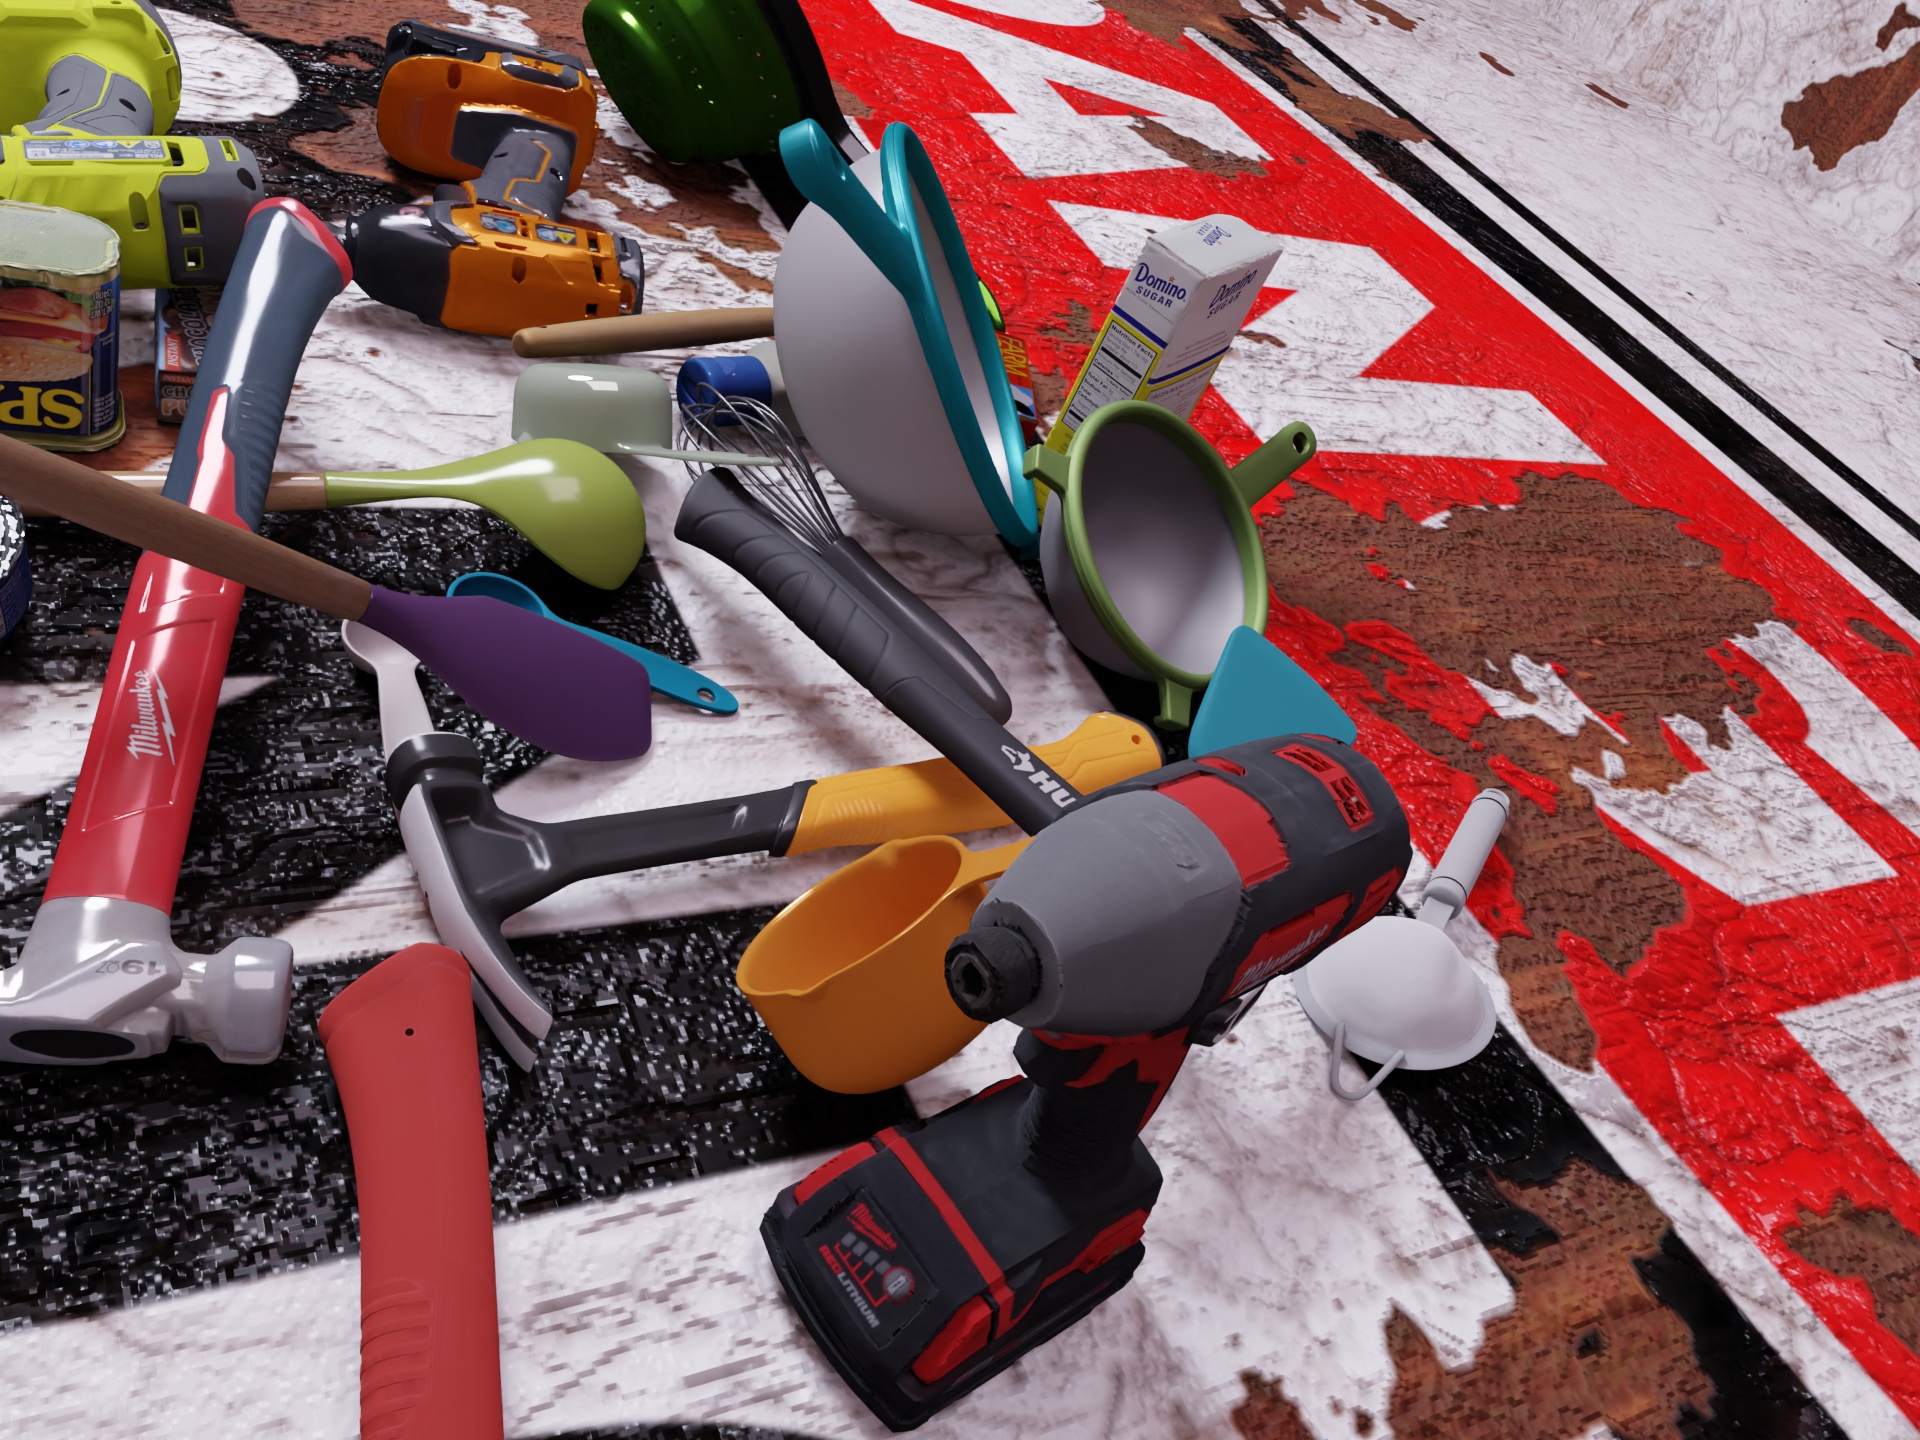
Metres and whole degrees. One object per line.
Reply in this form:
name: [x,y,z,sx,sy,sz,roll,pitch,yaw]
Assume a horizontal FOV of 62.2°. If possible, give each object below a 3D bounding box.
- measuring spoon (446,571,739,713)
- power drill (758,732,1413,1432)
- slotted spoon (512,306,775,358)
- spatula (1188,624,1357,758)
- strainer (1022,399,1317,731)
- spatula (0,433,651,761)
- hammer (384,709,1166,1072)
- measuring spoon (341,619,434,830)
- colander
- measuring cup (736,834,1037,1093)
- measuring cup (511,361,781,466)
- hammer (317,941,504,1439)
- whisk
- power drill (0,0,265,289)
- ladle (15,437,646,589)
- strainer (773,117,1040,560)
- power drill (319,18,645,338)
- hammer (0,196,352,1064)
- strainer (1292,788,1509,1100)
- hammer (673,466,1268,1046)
measuring spoon: [-0.156,-0.024,0.670,0.128,0.021,0.042,23,37,-18]
power drill: [0.027,0.101,0.450,0.143,0.219,0.079,-16,53,-41]
slotted spoon: [-0.121,-0.217,0.872,0.070,0.031,0.314,12,21,32]
spatula: [0.102,0.071,0.672,0.082,0.044,0.318,42,39,-7]
strainer: [0.113,-0.103,0.841,0.256,0.069,0.151,-39,103,-46]
spatula: [-0.228,-0.047,0.543,0.315,0.018,0.060,26,48,-44]
hammer: [-0.043,0.041,0.632,0.336,0.034,0.127,-8,52,-37]
measuring spoon: [-0.212,0.006,0.604,0.034,0.018,0.124,-1,51,-32]
colander: [-0.126,-0.373,1.028,0.094,0.204,0.397,-39,84,-14]
measuring cup: [0.011,0.070,0.517,0.052,0.173,0.095,62,24,-17]
measuring cup: [-0.141,-0.141,0.732,0.168,0.038,0.083,15,18,38]
hammer: [-0.120,0.208,0.395,0.149,0.036,0.360,5,42,-24]
whisk: [-0.058,-0.081,0.764,0.239,0.055,0.055,46,42,19]
power drill: [-0.434,-0.265,0.725,0.190,0.080,0.229,-11,45,-27]
ladle: [-0.288,-0.083,0.651,0.320,0.062,0.078,-4,40,-23]
strainer: [-0.050,-0.180,0.725,0.340,0.095,0.211,14,60,-76]
power drill: [-0.268,-0.293,0.870,0.164,0.084,0.227,3,46,-25]
hammer: [-0.289,-0.062,0.568,0.143,0.038,0.387,8,51,-19]
strainer: [0.219,0.083,0.729,0.087,0.050,0.258,23,32,21]
hammer: [-0.001,-0.002,0.650,0.335,0.035,0.146,42,39,24]
